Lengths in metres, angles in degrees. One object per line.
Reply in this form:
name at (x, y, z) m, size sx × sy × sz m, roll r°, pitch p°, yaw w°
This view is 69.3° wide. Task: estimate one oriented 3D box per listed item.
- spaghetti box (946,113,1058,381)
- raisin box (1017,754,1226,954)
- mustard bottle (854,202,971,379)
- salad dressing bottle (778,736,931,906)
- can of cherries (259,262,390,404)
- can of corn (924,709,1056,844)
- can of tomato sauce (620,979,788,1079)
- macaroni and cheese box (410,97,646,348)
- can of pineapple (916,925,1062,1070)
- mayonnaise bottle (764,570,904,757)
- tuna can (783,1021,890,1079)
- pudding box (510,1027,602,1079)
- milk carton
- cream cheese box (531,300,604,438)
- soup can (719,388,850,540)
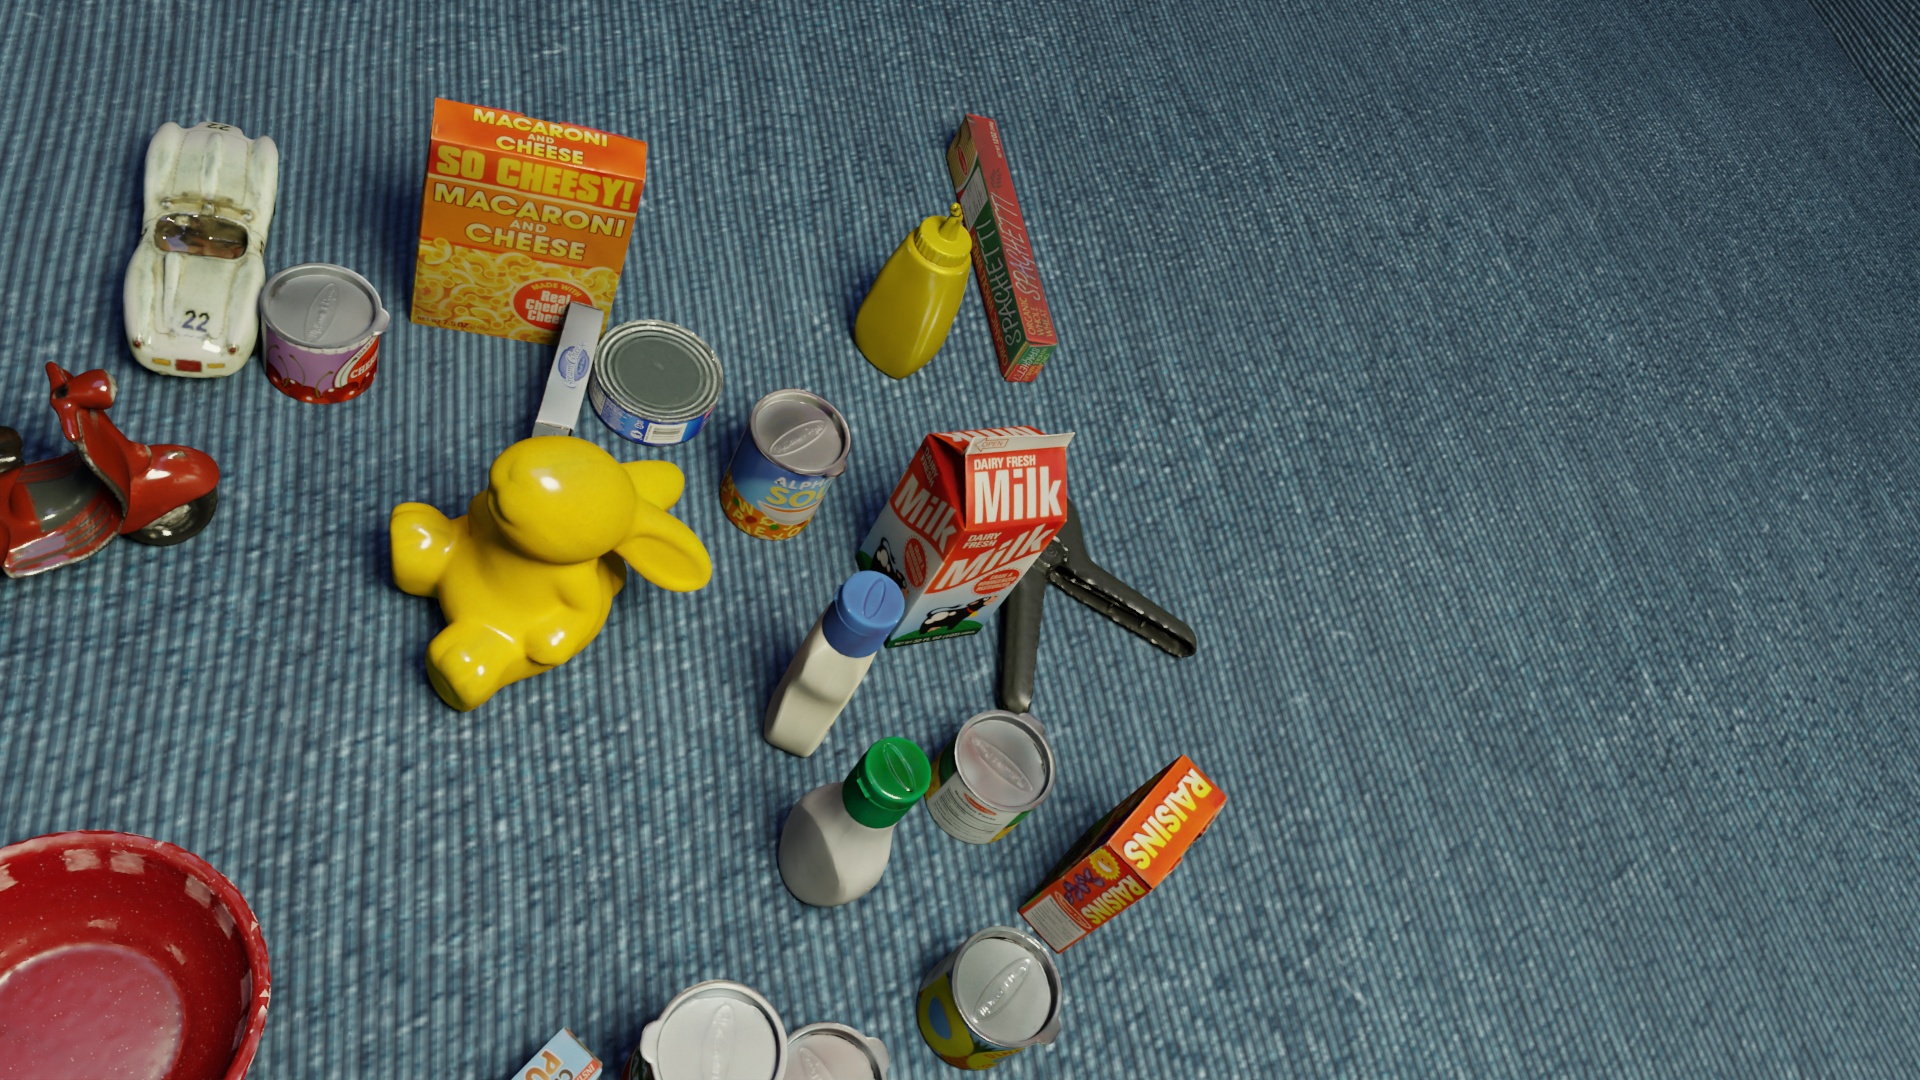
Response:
spaghetti box at (0.031, -0.241, 1.132) m, size 0.029 × 0.050 × 0.251 m, roll 2°, pitch 57°, yaw -24°
raisin box at (0.095, 0.187, 0.822) m, size 0.040 × 0.122 × 0.086 m, roll 45°, pitch 51°, yaw 8°
mustard bottle at (-0.026, -0.184, 0.994) m, size 0.065 × 0.159 × 0.049 m, roll 43°, pitch 51°, yaw 6°
salad dressing bottle at (-0.058, 0.153, 0.756) m, size 0.044 × 0.147 × 0.064 m, roll -17°, pitch 67°, yaw -34°
can of cherries at (-0.387, -0.124, 0.846) m, size 0.071 × 0.058 × 0.072 m, roll 13°, pitch 54°, yaw -18°
can of corn at (0.019, 0.145, 0.857) m, size 0.071 × 0.058 × 0.071 m, roll 13°, pitch 54°, yaw -18°
can of tomato sauce at (-0.131, 0.263, 0.689) m, size 0.071 × 0.082 × 0.071 m, roll 13°, pitch 54°, yaw -18°
macaroni and cheese box at (-0.276, -0.194, 0.877) m, size 0.124 × 0.165 × 0.040 m, roll 7°, pitch 56°, yaw -22°
can of pineapple at (0.016, 0.259, 0.778) m, size 0.071 × 0.057 × 0.071 m, roll 13°, pitch 54°, yaw -18°
mayonnaise bottle at (-0.073, 0.070, 0.806) m, size 0.041 × 0.147 × 0.065 m, roll 26°, pitch 51°, yaw -8°
tuna can at (-0.072, 0.289, 0.731) m, size 0.071 × 0.032 × 0.071 m, roll 13°, pitch 54°, yaw -18°
pudding box at (-0.212, 0.278, 0.660) m, size 0.030 × 0.049 × 0.084 m, roll 42°, pitch 50°, yaw 5°
milk carton at (0.003, -0.011, 0.870) m, size 0.072 × 0.189 × 0.073 m, roll -6°, pitch 61°, yaw -29°
cream cheese box at (-0.255, -0.098, 0.895) m, size 0.024 × 0.053 × 0.104 m, roll 15°, pitch 53°, yaw -16°
soup can at (-0.114, -0.046, 0.907) m, size 0.071 × 0.083 × 0.072 m, roll 13°, pitch 54°, yaw -18°
